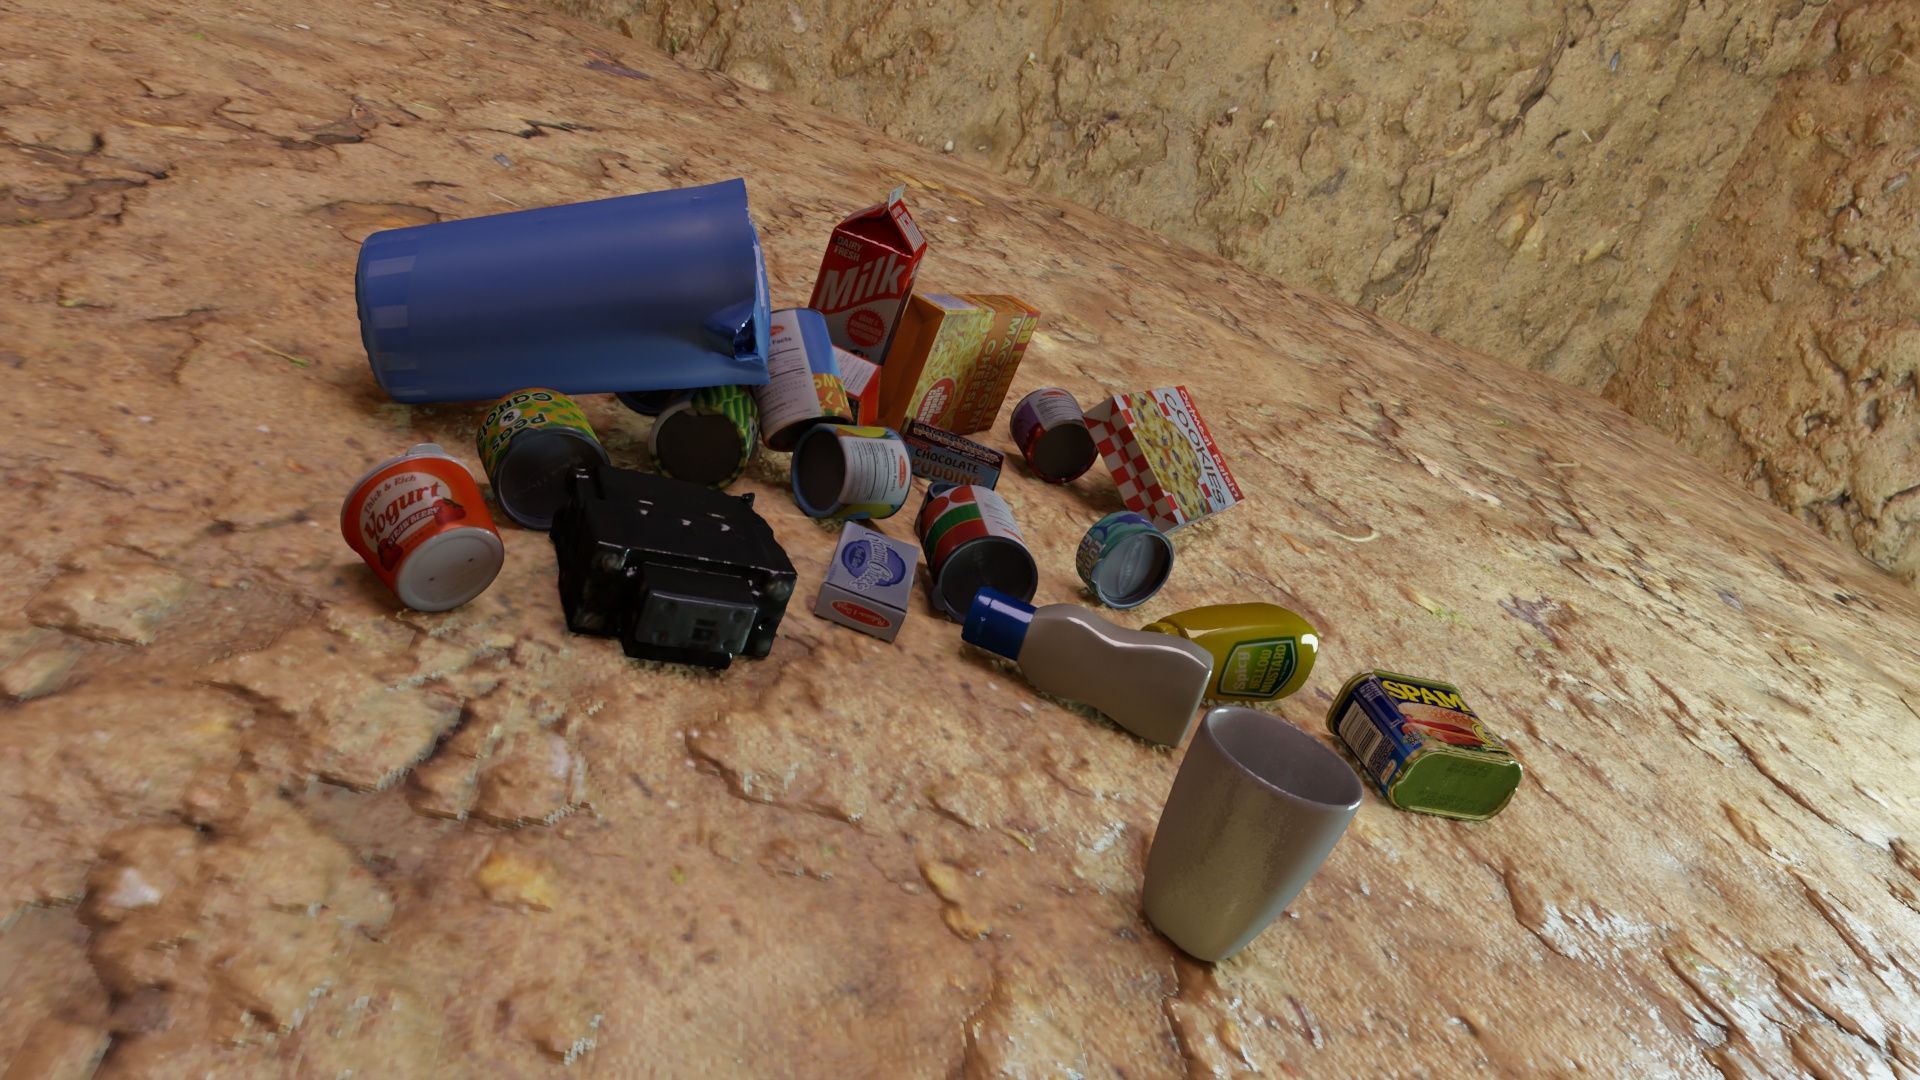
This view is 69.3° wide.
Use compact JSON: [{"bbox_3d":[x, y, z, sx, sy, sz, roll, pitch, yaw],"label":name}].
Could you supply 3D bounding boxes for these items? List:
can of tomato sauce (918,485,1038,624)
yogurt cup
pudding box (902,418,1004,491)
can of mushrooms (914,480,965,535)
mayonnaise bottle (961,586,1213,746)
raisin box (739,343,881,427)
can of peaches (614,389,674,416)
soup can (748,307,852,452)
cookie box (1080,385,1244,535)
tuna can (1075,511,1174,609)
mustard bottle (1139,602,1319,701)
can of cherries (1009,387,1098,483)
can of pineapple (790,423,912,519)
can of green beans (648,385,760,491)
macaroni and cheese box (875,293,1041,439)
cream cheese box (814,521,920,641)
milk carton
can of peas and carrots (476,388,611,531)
[{"bbox_3d":[0.008,0.010,0.917,0.071,0.071,0.083,16,22,-17],"label":"can of tomato sauce"},{"bbox_3d":[-0.261,-0.002,0.683,0.072,0.072,0.054,-3,41,-48],"label":"yogurt cup"},{"bbox_3d":[-0.008,-0.066,1.124,0.084,0.030,0.050,22,20,-2],"label":"pudding box"},{"bbox_3d":[0.004,-0.013,1.006,0.071,0.033,0.071,20,21,-8],"label":"can of mushrooms"},{"bbox_3d":[0.075,0.070,0.845,0.148,0.064,0.041,22,18,8],"label":"mayonnaise bottle"},{"bbox_3d":[-0.125,-0.124,1.072,0.123,0.085,0.040,25,65,7],"label":"raisin box"},{"bbox_3d":[-0.221,-0.132,1.022,0.071,0.071,0.058,23,21,1],"label":"can of peaches"},{"bbox_3d":[-0.117,-0.113,0.987,0.071,0.071,0.084,-1,68,-46],"label":"soup can"},{"bbox_3d":[0.182,-0.071,1.231,0.168,0.040,0.123,-17,79,-59],"label":"cookie box"},{"bbox_3d":[0.117,0.014,1.011,0.071,0.070,0.033,8,24,-33],"label":"tuna can"},{"bbox_3d":[0.165,0.075,0.922,0.160,0.065,0.049,1,24,-31],"label":"mustard bottle"},{"bbox_3d":[0.083,-0.090,1.222,0.071,0.071,0.058,12,29,-25],"label":"can of cherries"},{"bbox_3d":[-0.078,-0.047,0.967,0.058,0.070,0.071,0,30,-45],"label":"can of pineapple"},{"bbox_3d":[-0.171,-0.071,0.930,0.071,0.071,0.058,19,22,-9],"label":"can of green beans"},{"bbox_3d":[-0.006,-0.151,1.201,0.040,0.123,0.167,33,23,22],"label":"macaroni and cheese box"},{"bbox_3d":[-0.057,0.024,0.873,0.053,0.024,0.104,21,21,-5],"label":"cream cheese box"},{"bbox_3d":[-0.083,-0.205,1.161,0.073,0.189,0.072,21,21,-1],"label":"milk carton"},{"bbox_3d":[-0.243,-0.049,0.803,0.071,0.070,0.059,8,25,-34],"label":"can of peas and carrots"}]
